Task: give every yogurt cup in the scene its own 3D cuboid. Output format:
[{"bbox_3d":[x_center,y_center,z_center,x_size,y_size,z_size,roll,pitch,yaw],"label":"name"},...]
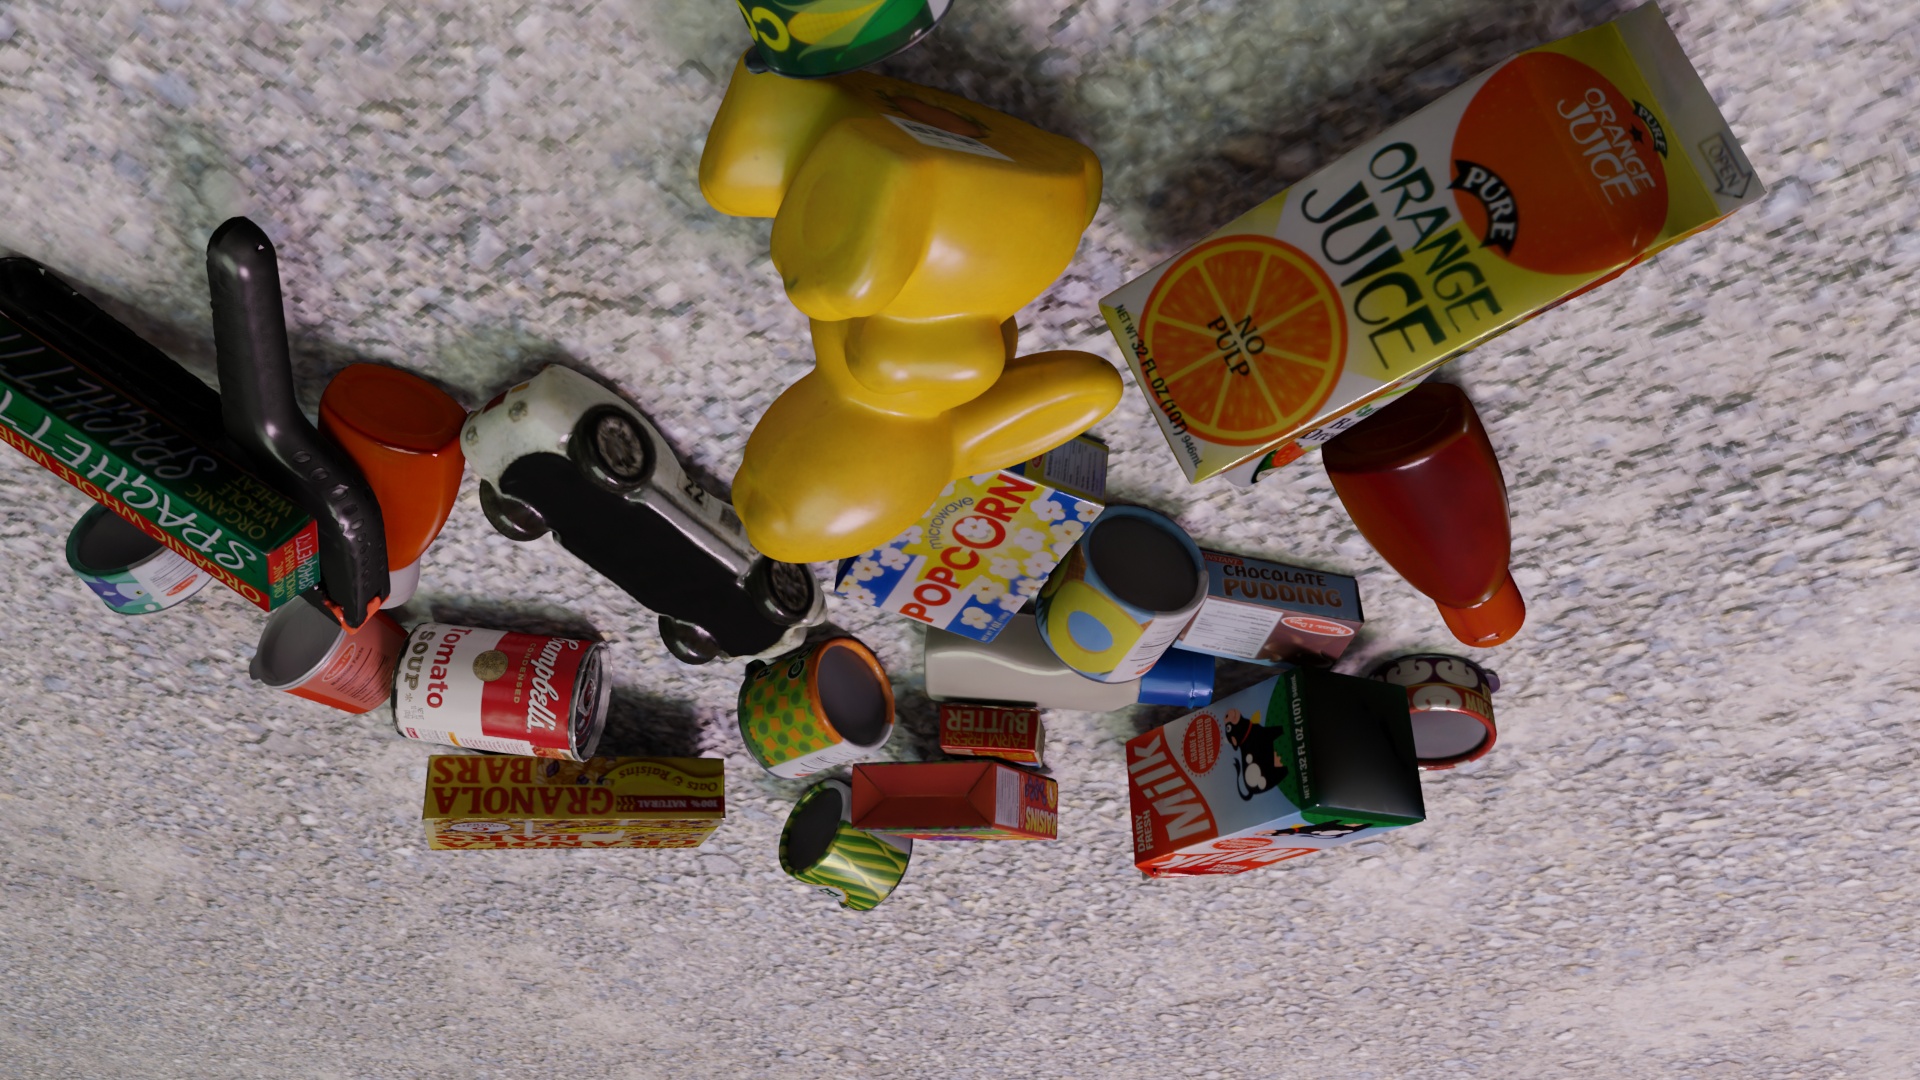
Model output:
[{"bbox_3d":[-0.342,0.061,0.766,0.072,0.073,0.053,-14,144,24],"label":"yogurt cup"}]

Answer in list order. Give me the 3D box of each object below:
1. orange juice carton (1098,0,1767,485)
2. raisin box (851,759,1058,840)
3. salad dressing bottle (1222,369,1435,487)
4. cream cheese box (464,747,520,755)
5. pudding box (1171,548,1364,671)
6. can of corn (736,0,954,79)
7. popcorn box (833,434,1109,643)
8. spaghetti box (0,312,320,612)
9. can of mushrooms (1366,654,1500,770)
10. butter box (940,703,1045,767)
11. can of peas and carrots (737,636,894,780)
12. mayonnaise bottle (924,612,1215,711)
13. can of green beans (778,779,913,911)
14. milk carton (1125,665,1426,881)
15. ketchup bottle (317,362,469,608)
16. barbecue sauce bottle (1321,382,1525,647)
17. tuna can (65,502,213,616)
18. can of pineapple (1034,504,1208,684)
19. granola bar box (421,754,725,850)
[{"bbox_3d":[0.150,-0.094,0.459,0.192,0.073,0.072,-28,85,24],"label":"orange juice carton"},{"bbox_3d":[-0.001,0.152,0.807,0.086,0.040,0.123,-6,163,19],"label":"raisin box"},{"bbox_3d":[0.159,-0.074,0.531,0.147,0.044,0.064,-32,170,30],"label":"salad dressing bottle"},{"bbox_3d":[-0.277,0.113,0.850,0.104,0.024,0.053,24,138,-20],"label":"cream cheese box"},{"bbox_3d":[0.149,0.036,0.685,0.084,0.030,0.049,11,140,-5],"label":"pudding box"},{"bbox_3d":[-0.043,-0.181,0.417,0.071,0.071,0.058,-7,138,17],"label":"can of corn"},{"bbox_3d":[0.002,-0.008,0.646,0.085,0.038,0.126,20,139,-15],"label":"popcorn box"},{"bbox_3d":[-0.385,-0.055,0.593,0.250,0.029,0.050,33,139,1],"label":"spaghetti box"},{"bbox_3d":[0.250,0.092,0.735,0.071,0.034,0.070,5,140,4],"label":"can of mushrooms"},{"bbox_3d":[0.019,0.109,0.767,0.053,0.024,0.103,3,167,6],"label":"butter box"},{"bbox_3d":[-0.079,0.089,0.760,0.058,0.071,0.071,-24,131,32],"label":"can of peas and carrots"},{"bbox_3d":[0.056,0.064,0.726,0.148,0.041,0.064,4,148,3],"label":"mayonnaise bottle"},{"bbox_3d":[-0.073,0.194,0.883,0.071,0.071,0.057,-29,128,36],"label":"can of green beans"},{"bbox_3d":[0.150,0.133,0.747,0.073,0.072,0.189,12,153,-26],"label":"milk carton"},{"bbox_3d":[-0.277,-0.019,0.672,0.065,0.044,0.148,25,139,-7],"label":"ketchup bottle"},{"bbox_3d":[0.213,-0.005,0.614,0.065,0.044,0.148,-17,136,27],"label":"barbecue sauce bottle"},{"bbox_3d":[-0.413,0.002,0.703,0.071,0.071,0.032,0,140,9],"label":"tuna can"},{"bbox_3d":[0.074,0.024,0.654,0.071,0.071,0.057,16,139,-11],"label":"can of pineapple"},{"bbox_3d":[-0.233,0.159,0.837,0.166,0.039,0.123,3,159,-17],"label":"granola bar box"}]
